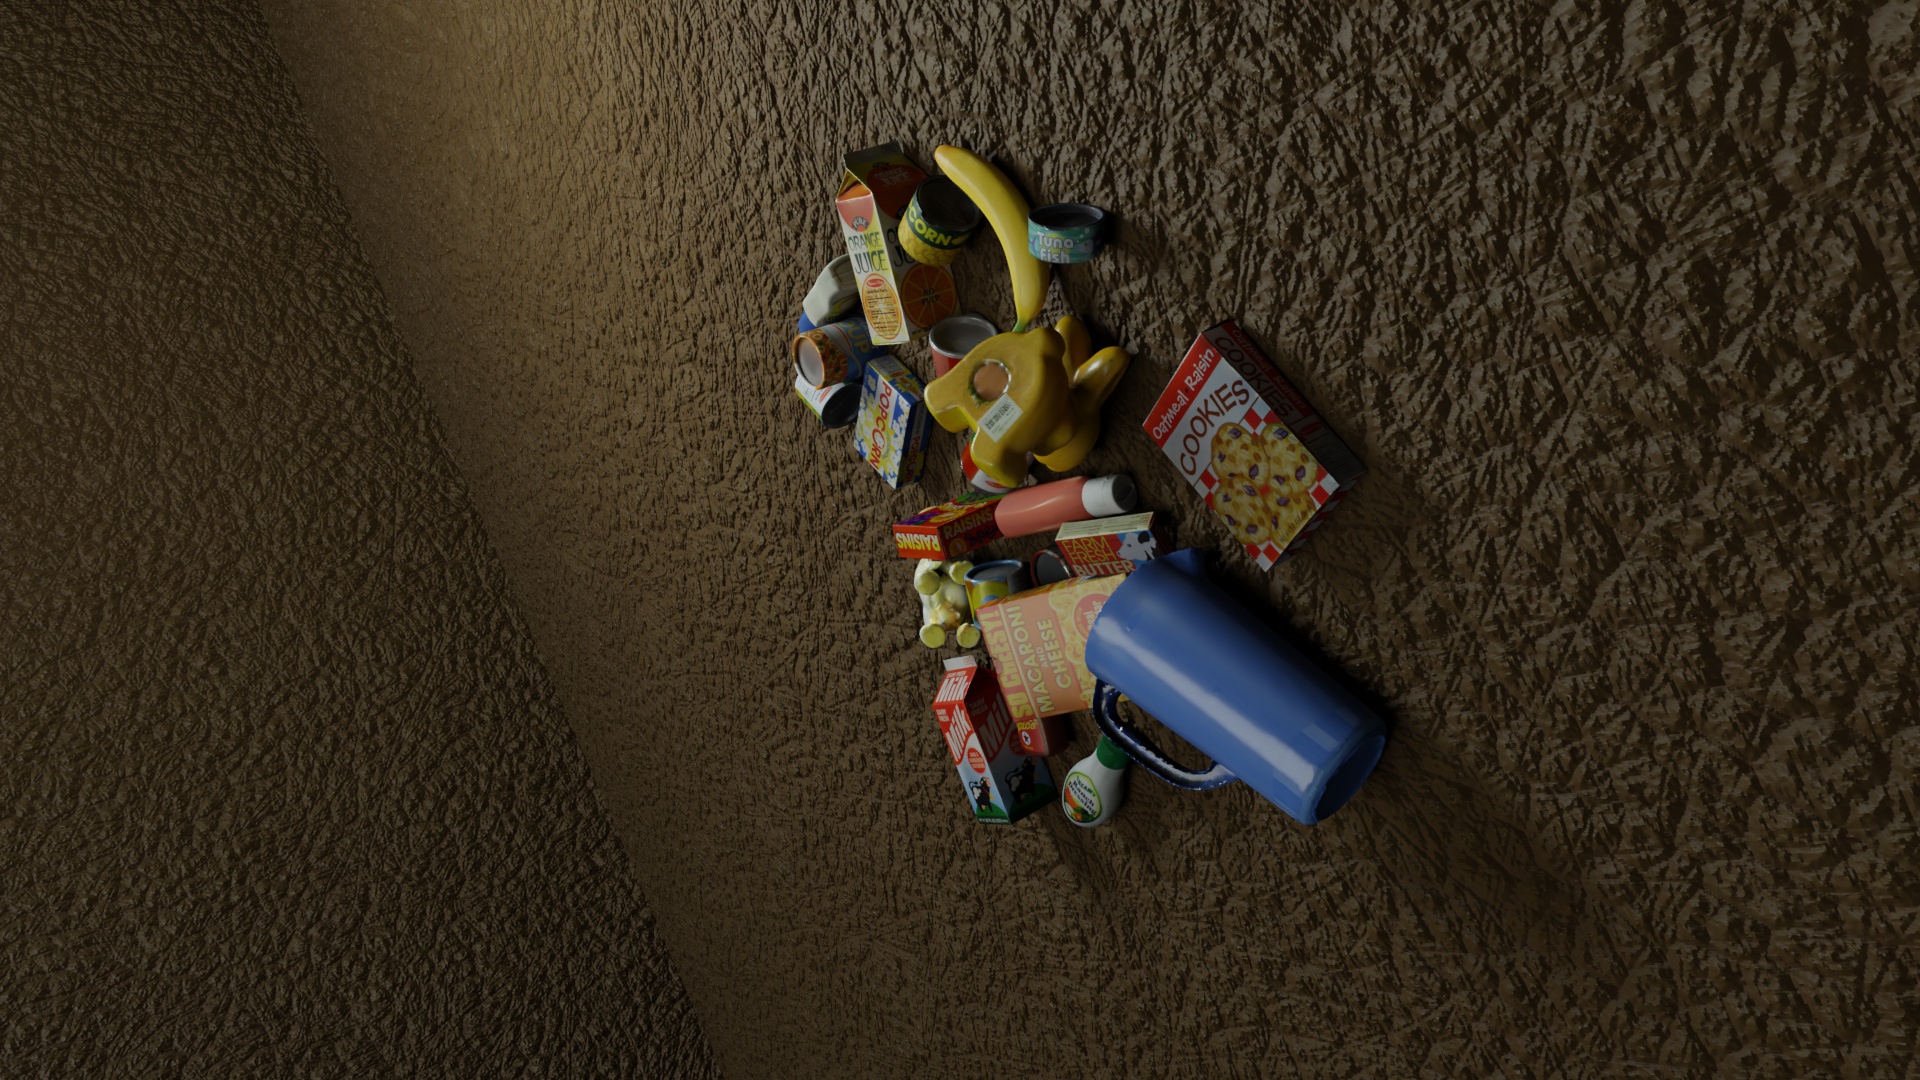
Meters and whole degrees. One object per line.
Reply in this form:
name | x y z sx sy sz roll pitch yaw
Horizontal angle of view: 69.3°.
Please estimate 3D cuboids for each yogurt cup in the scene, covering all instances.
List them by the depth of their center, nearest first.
yogurt cup | 0.003 -0.182 1.376 0.072 0.073 0.053 41 148 34

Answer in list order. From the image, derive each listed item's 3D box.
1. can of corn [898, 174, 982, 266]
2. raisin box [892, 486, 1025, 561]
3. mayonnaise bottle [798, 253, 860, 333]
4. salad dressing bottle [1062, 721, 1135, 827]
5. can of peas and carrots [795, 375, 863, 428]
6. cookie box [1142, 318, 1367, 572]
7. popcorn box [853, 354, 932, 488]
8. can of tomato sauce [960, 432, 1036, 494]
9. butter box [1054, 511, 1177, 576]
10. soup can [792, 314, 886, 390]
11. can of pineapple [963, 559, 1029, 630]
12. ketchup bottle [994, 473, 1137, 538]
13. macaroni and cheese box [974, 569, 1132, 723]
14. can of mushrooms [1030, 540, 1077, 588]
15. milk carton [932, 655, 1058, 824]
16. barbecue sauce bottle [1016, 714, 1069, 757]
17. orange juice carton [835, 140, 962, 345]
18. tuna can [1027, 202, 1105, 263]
can of corn | -0.022 -0.304 1.328 0.071 0.071 0.058 58 148 14
raisin box | 0.005 -0.018 1.419 0.086 0.124 0.040 4 113 54
mayonnaise bottle | -0.142 -0.267 1.540 0.041 0.065 0.147 60 152 4
salad dressing bottle | 0.148 0.243 1.449 0.064 0.044 0.146 49 144 26
can of peas and carrots | -0.147 -0.171 1.604 0.059 0.071 0.070 48 143 28
cookie box | 0.233 -0.077 1.126 0.168 0.040 0.122 53 145 19
popcorn box | -0.074 -0.132 1.543 0.085 0.038 0.126 46 142 29
can of tomato sauce | 0.044 -0.097 1.367 0.071 0.071 0.082 56 146 17
butter box | 0.143 0.004 1.279 0.103 0.024 0.053 -7 130 37
soup can | -0.134 -0.210 1.540 0.071 0.084 0.071 33 134 42
can of pineapple | 0.039 0.058 1.469 0.071 0.071 0.057 9 116 53
ketchup bottle | 0.102 -0.036 1.327 0.148 0.065 0.043 -10 112 49
macaroni and cheese box | 0.110 0.101 1.348 0.166 0.040 0.123 -16 96 27
can of mushrooms | 0.102 0.033 1.395 0.071 0.033 0.070 34 136 40
milk carton | 0.032 0.221 1.577 0.072 0.074 0.190 -19 93 58
barbecue sauce bottle | 0.074 0.158 1.504 0.065 0.044 0.148 4 112 62
orange juice carton | -0.066 -0.299 1.395 0.073 0.072 0.192 7 115 54
tuna can | 0.090 -0.263 1.190 0.071 0.071 0.032 32 135 43
